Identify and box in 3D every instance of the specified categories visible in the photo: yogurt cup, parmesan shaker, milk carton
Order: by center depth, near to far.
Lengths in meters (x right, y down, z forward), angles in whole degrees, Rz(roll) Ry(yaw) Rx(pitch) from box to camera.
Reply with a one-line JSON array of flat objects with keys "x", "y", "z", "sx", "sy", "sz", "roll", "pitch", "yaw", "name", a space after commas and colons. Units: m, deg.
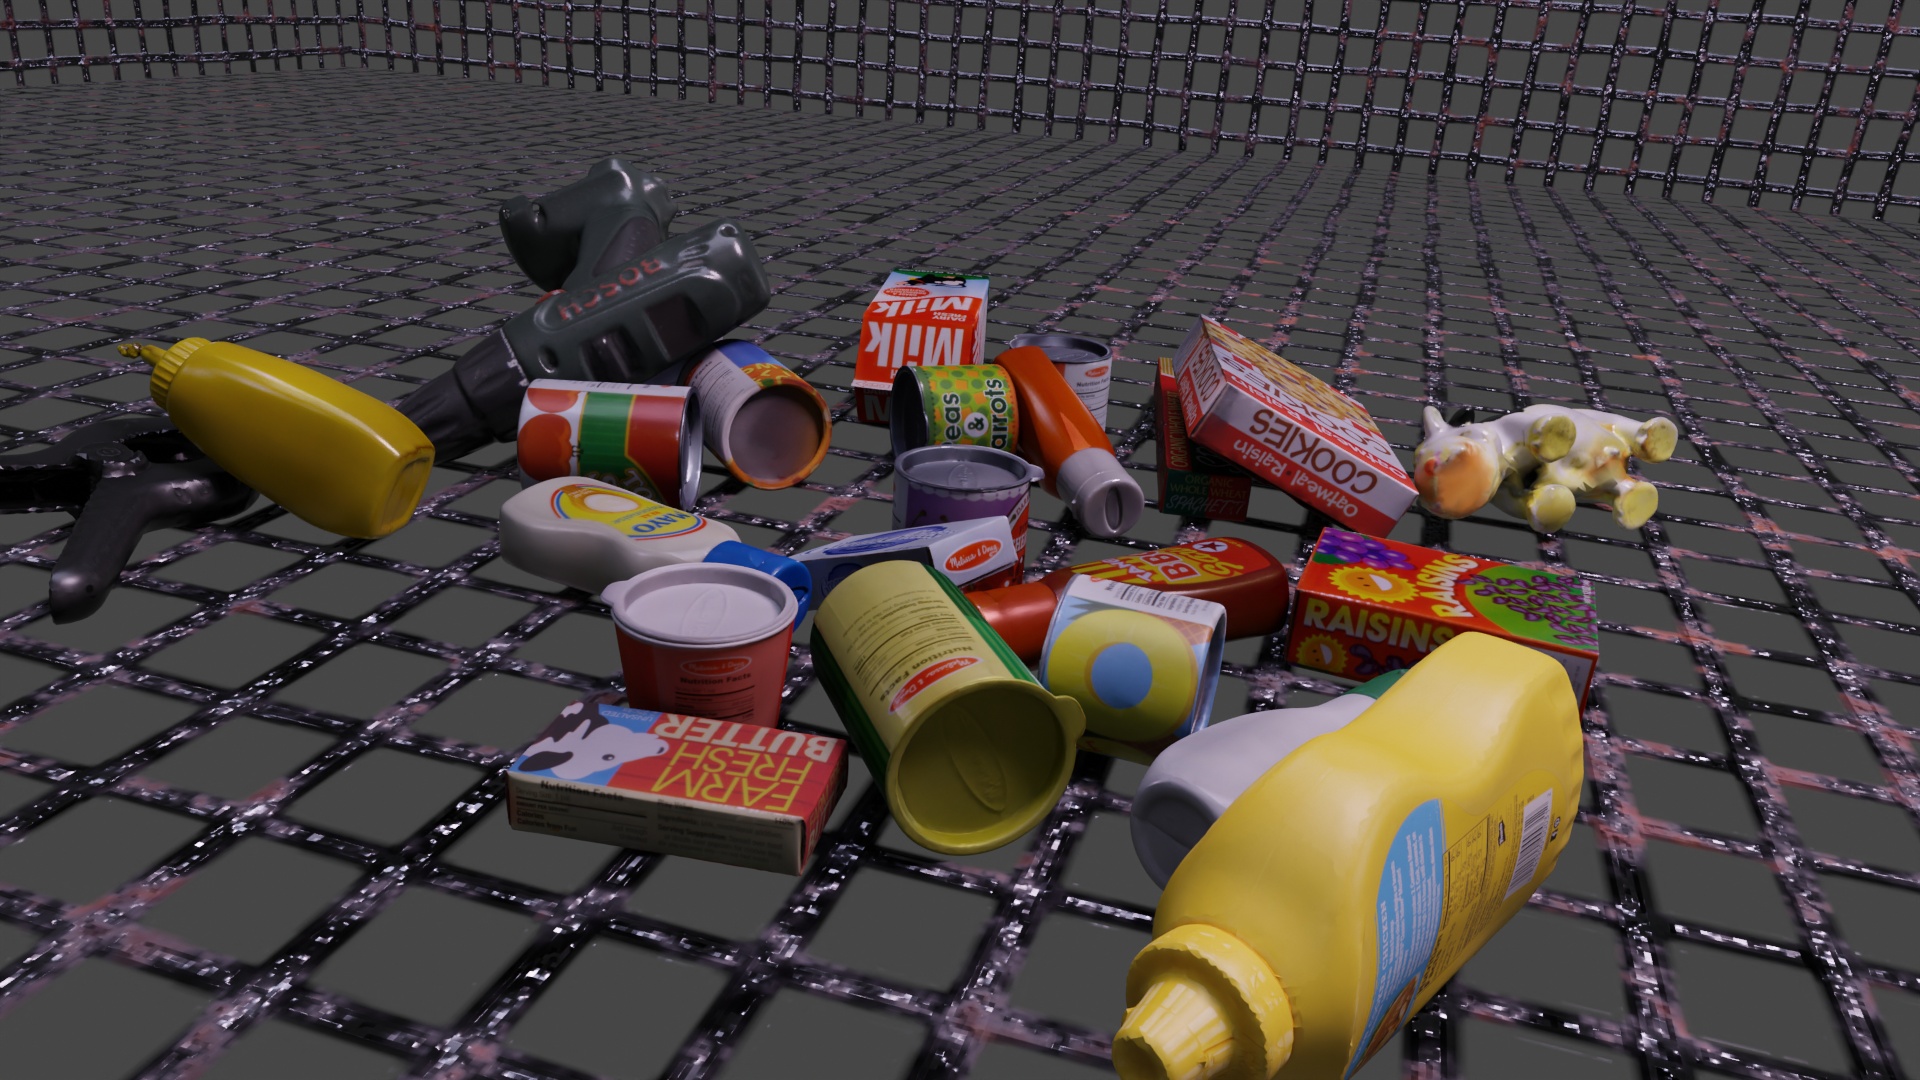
[{"x": -0.007, "y": 0.055, "z": 0.497, "sx": 0.071, "sy": 0.071, "sz": 0.103, "roll": -4, "pitch": 23, "yaw": -20, "name": "parmesan shaker"}, {"x": -0.096, "y": 0.046, "z": 0.522, "sx": 0.072, "sy": 0.053, "sz": 0.073, "roll": 4, "pitch": 22, "yaw": -1, "name": "yogurt cup"}, {"x": -0.024, "y": -0.125, "z": 0.925, "sx": 0.072, "sy": 0.073, "sz": 0.191, "roll": 5, "pitch": 23, "yaw": 3, "name": "milk carton"}]

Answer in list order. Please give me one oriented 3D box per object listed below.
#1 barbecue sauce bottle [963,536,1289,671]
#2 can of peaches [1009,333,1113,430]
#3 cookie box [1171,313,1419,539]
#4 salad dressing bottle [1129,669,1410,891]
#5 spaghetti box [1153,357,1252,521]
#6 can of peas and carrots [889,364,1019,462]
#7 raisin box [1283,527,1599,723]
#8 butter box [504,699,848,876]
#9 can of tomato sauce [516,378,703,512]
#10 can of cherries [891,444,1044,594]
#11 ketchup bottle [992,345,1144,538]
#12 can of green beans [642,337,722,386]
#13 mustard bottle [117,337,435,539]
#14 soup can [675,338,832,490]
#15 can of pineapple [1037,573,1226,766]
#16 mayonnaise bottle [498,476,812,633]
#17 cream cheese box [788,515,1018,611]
[{"x": 0.067, "y": 0.030, "z": 0.600, "sx": 0.149, "sy": 0.043, "sz": 0.065, "roll": -9, "pitch": 17, "yaw": -28, "name": "barbecue sauce bottle"}, {"x": 0.061, "y": -0.097, "z": 0.890, "sx": 0.071, "sy": 0.057, "sz": 0.071, "roll": 3, "pitch": 22, "yaw": -1, "name": "can of peaches"}, {"x": 0.189, "y": -0.069, "z": 0.812, "sx": 0.123, "sy": 0.040, "sz": 0.168, "roll": 28, "pitch": 22, "yaw": -6, "name": "cookie box"}, {"x": 0.123, "y": 0.081, "z": 0.488, "sx": 0.148, "sy": 0.043, "sz": 0.064, "roll": -16, "pitch": 31, "yaw": -41, "name": "salad dressing bottle"}, {"x": 0.149, "y": -0.069, "z": 0.877, "sx": 0.050, "sy": 0.028, "sz": 0.251, "roll": 7, "pitch": 22, "yaw": 4, "name": "spaghetti box"}, {"x": -0.004, "y": -0.068, "z": 0.797, "sx": 0.059, "sy": 0.070, "sz": 0.071, "roll": -4, "pitch": 23, "yaw": -20, "name": "can of peas and carrots"}, {"x": 0.213, "y": 0.036, "z": 0.618, "sx": 0.123, "sy": 0.040, "sz": 0.086, "roll": 13, "pitch": 25, "yaw": 18, "name": "raisin box"}, {"x": -0.094, "y": 0.083, "z": 0.472, "sx": 0.103, "sy": 0.024, "sz": 0.053, "roll": 7, "pitch": 23, "yaw": 8, "name": "butter box"}, {"x": -0.181, "y": -0.048, "z": 0.723, "sx": 0.083, "sy": 0.071, "sz": 0.071, "roll": 3, "pitch": 22, "yaw": -1, "name": "can of tomato sauce"}, {"x": 0.002, "y": -0.008, "z": 0.665, "sx": 0.071, "sy": 0.058, "sz": 0.072, "roll": 4, "pitch": 21, "yaw": -1, "name": "can of cherries"}, {"x": 0.057, "y": -0.054, "z": 0.786, "sx": 0.043, "sy": 0.064, "sz": 0.149, "roll": -16, "pitch": 35, "yaw": -10, "name": "ketchup bottle"}, {"x": -0.197, "y": -0.134, "z": 0.926, "sx": 0.071, "sy": 0.071, "sz": 0.058, "roll": 5, "pitch": 22, "yaw": 3, "name": "can of green beans"}, {"x": -0.337, "y": -0.060, "z": 0.673, "sx": 0.160, "sy": 0.065, "sz": 0.049, "roll": 29, "pitch": 14, "yaw": 4, "name": "mustard bottle"}, {"x": -0.116, "y": -0.072, "z": 0.791, "sx": 0.071, "sy": 0.071, "sz": 0.084, "roll": -8, "pitch": 26, "yaw": -27, "name": "soup can"}, {"x": 0.065, "y": 0.052, "z": 0.523, "sx": 0.058, "sy": 0.070, "sz": 0.071, "roll": 12, "pitch": 23, "yaw": 17, "name": "can of pineapple"}, {"x": -0.135, "y": 0.008, "z": 0.624, "sx": 0.148, "sy": 0.041, "sz": 0.065, "roll": 16, "pitch": 23, "yaw": 28, "name": "mayonnaise bottle"}, {"x": -0.031, "y": 0.011, "z": 0.610, "sx": 0.103, "sy": 0.024, "sz": 0.053, "roll": -7, "pitch": 9, "yaw": 43, "name": "cream cheese box"}]
